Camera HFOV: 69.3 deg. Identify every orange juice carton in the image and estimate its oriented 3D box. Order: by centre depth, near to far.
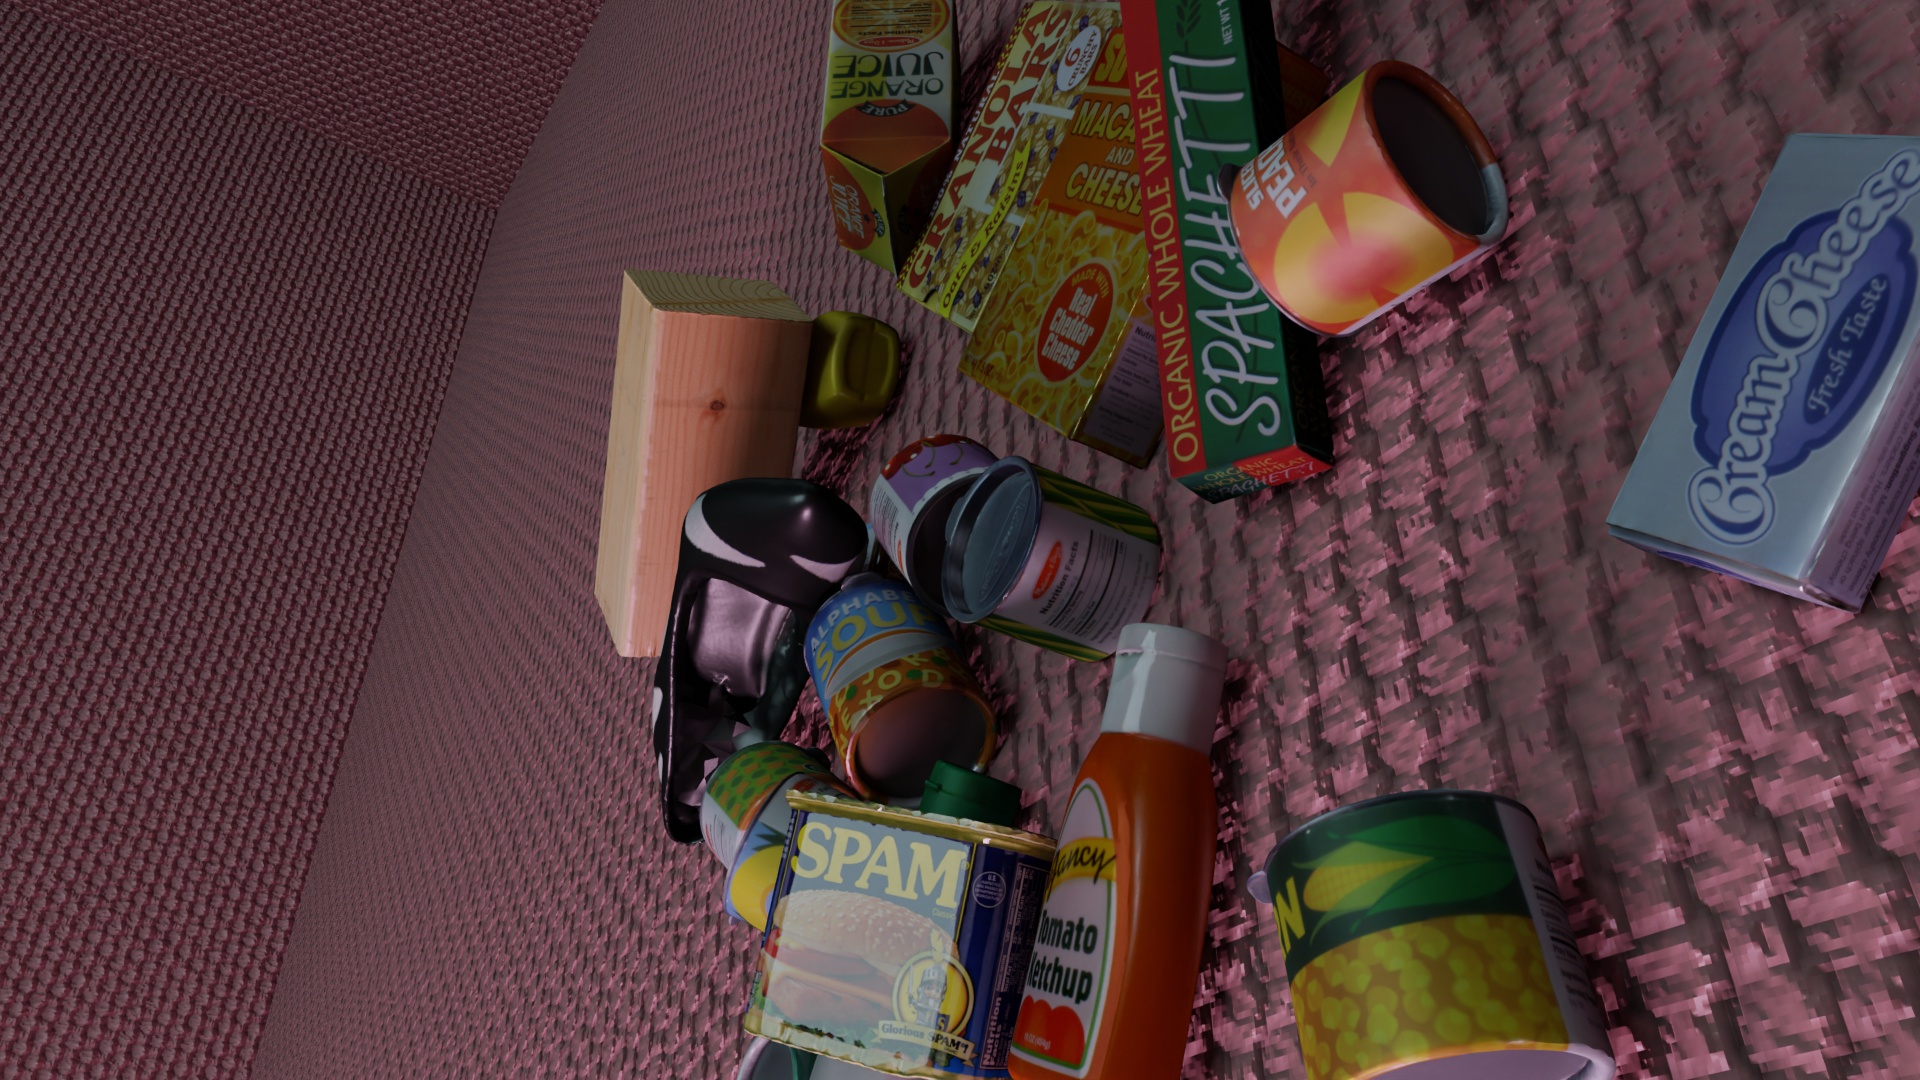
[{"bbox_3d":[-0.037,-0.234,0.791,0.071,0.073,0.193,84,-175,-54],"label":"orange juice carton"}]

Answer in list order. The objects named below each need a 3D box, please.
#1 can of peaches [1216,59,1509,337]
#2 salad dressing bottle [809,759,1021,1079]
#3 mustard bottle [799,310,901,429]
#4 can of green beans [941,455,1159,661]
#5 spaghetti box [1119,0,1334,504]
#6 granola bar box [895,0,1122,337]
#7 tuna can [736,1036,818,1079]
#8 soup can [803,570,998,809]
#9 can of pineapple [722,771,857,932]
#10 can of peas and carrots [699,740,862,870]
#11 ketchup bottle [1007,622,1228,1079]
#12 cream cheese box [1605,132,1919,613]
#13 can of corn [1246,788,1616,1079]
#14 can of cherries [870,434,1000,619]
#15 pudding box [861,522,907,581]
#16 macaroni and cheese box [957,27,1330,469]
[{"bbox_3d":[0.125,-0.107,0.433,0.058,0.071,0.071,-32,44,48],"label":"can of peaches"},{"bbox_3d":[-0.016,0.160,0.535,0.064,0.044,0.148,4,74,63],"label":"salad dressing bottle"},{"bbox_3d":[-0.089,-0.098,0.845,0.160,0.049,0.065,-2,77,62],"label":"mustard bottle"},{"bbox_3d":[0.034,0.008,0.533,0.071,0.058,0.071,-41,39,43],"label":"can of green beans"},{"bbox_3d":[0.090,-0.139,0.494,0.050,0.029,0.250,-16,70,38],"label":"spaghetti box"},{"bbox_3d":[0.034,-0.182,0.690,0.165,0.039,0.124,-64,27,10],"label":"granola bar box"},{"bbox_3d":[-0.069,0.241,0.586,0.070,0.033,0.071,-42,37,43],"label":"tuna can"},{"bbox_3d":[-0.028,0.062,0.595,0.071,0.071,0.084,-60,29,17],"label":"soup can"},{"bbox_3d":[-0.057,0.140,0.580,0.071,0.058,0.070,-58,-17,-30],"label":"can of pineapple"},{"bbox_3d":[-0.080,0.132,0.650,0.059,0.071,0.071,17,87,63],"label":"can of peas and carrots"},{"bbox_3d":[0.055,0.102,0.444,0.064,0.043,0.149,-20,54,64],"label":"ketchup bottle"},{"bbox_3d":[0.193,-0.040,0.311,0.103,0.024,0.053,-66,27,5],"label":"cream cheese box"},{"bbox_3d":[0.106,0.100,0.323,0.071,0.071,0.058,-45,36,39],"label":"can of corn"},{"bbox_3d":[0.002,-0.008,0.600,0.071,0.071,0.058,-64,26,11],"label":"can of cherries"},{"bbox_3d":[-0.050,0.022,0.710,0.083,0.030,0.050,-24,52,55],"label":"pudding box"},{"bbox_3d":[0.070,-0.127,0.582,0.166,0.040,0.124,-65,29,9],"label":"macaroni and cheese box"}]
